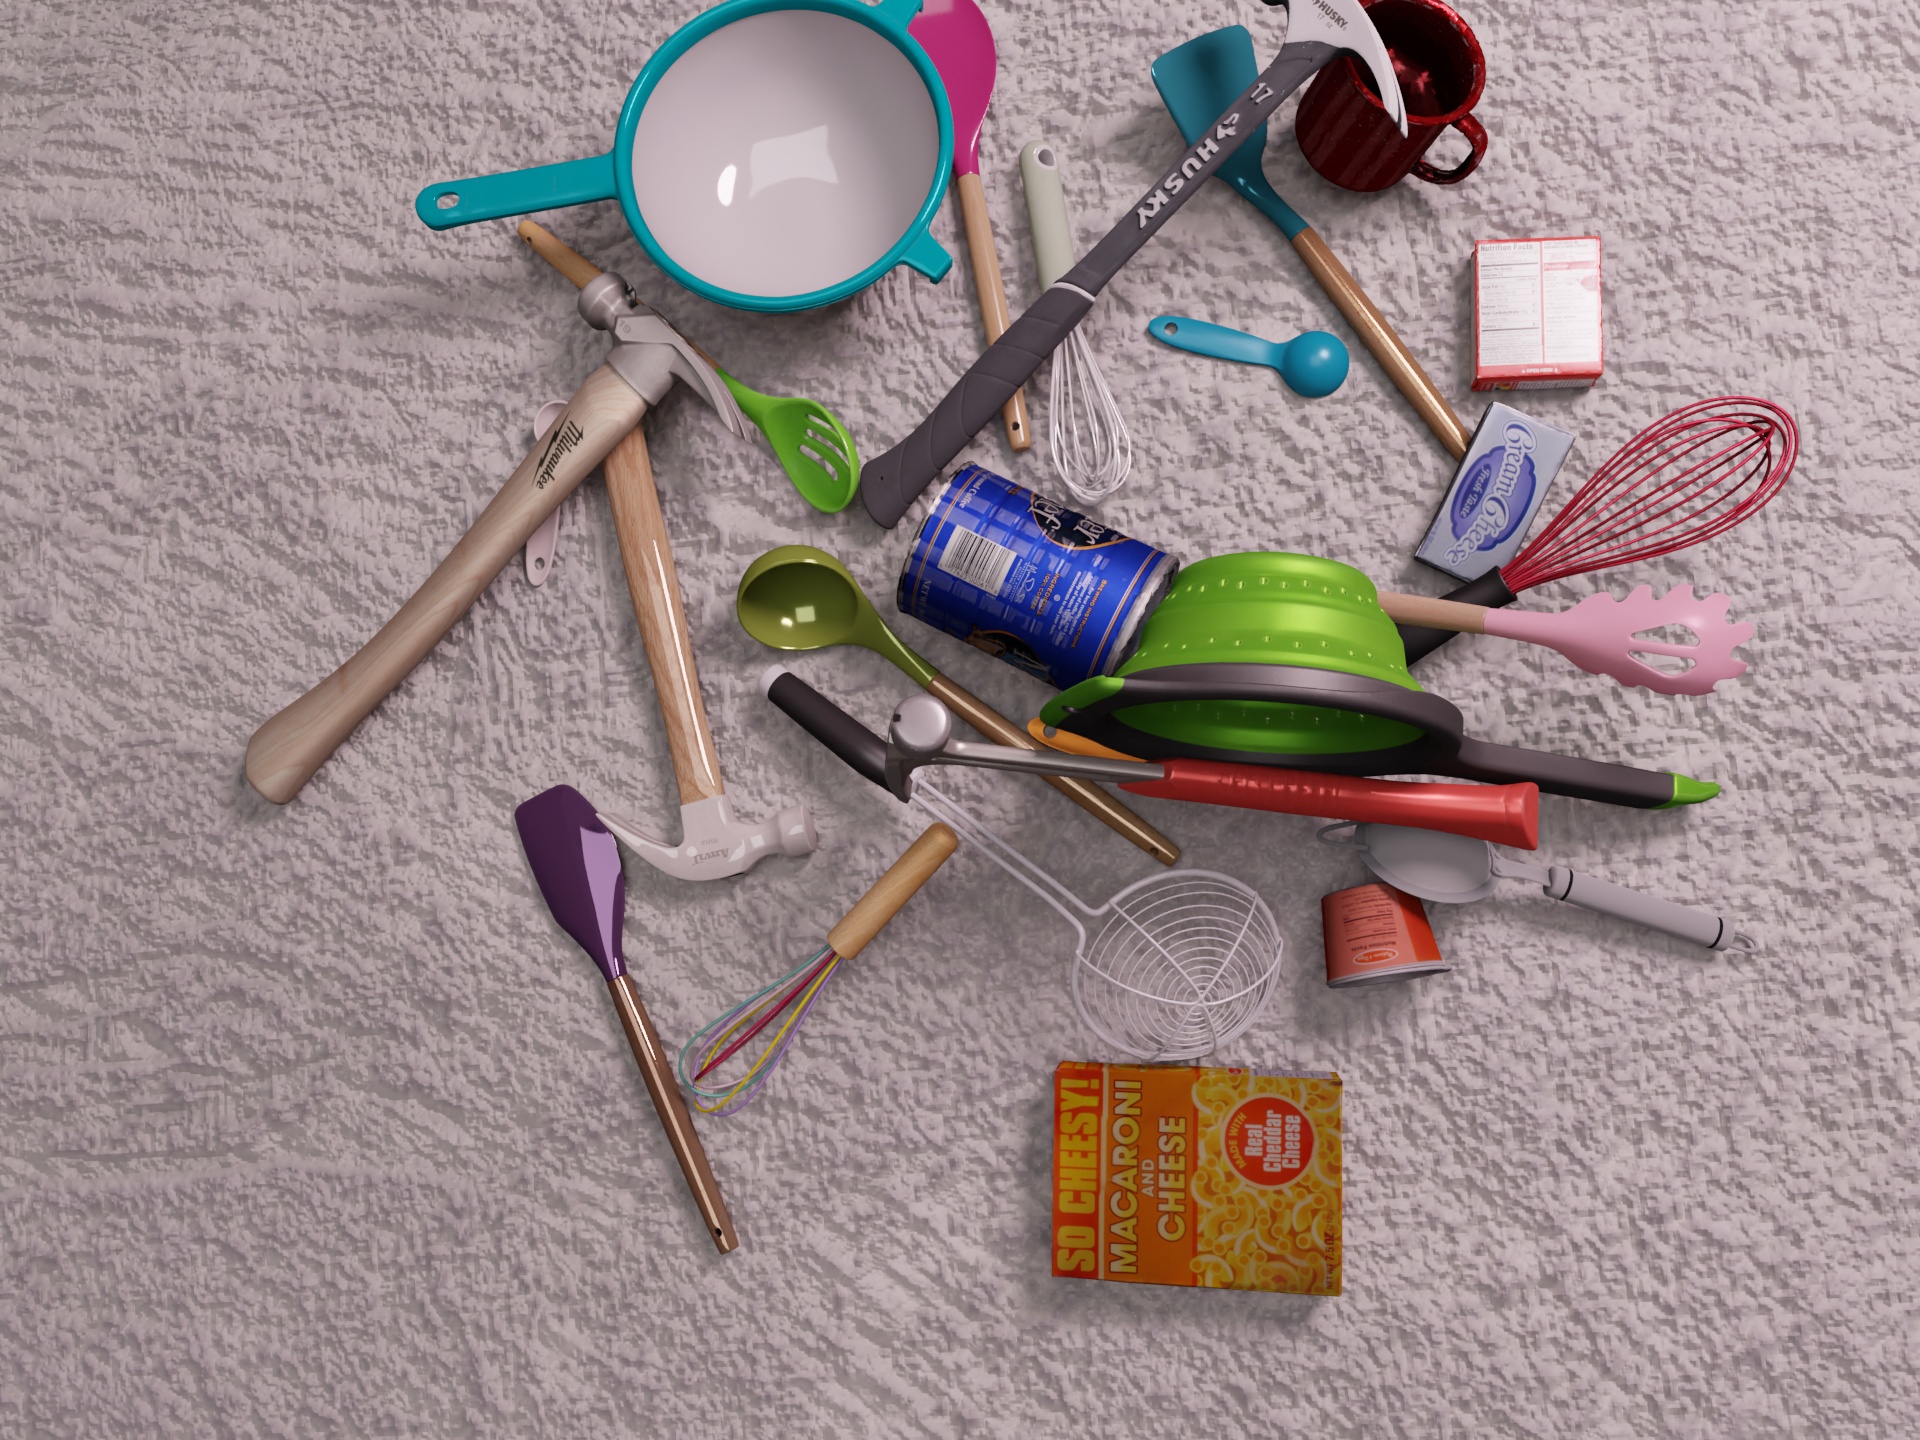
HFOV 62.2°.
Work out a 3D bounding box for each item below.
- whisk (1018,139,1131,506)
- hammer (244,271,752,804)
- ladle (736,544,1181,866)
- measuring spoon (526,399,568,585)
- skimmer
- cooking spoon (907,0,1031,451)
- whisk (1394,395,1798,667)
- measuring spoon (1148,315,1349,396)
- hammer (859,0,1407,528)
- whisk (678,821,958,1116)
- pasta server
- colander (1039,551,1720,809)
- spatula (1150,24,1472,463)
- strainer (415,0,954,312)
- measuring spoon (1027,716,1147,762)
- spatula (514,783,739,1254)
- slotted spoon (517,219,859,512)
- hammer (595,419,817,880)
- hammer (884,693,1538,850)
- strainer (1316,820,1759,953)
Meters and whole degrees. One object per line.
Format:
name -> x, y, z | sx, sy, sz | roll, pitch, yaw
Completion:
whisk -> 0.066, -0.253, 1.005 | 0.057, 0.059, 0.246 | -3, 78, -28
hammer -> -0.313, -0.092, 1.030 | 0.410, 0.038, 0.146 | -46, 75, 8
ladle -> -0.002, -0.003, 0.983 | 0.320, 0.062, 0.078 | 36, 131, 7
measuring spoon -> -0.272, -0.151, 1.063 | 0.034, 0.018, 0.124 | 10, 93, 13
skimmer -> 0.028, 0.073, 0.978 | 0.363, 0.090, 0.127 | 36, 105, 20
cooking spoon -> 0.010, -0.327, 1.032 | 0.069, 0.017, 0.319 | -12, 82, 7
whisk -> 0.330, -0.090, 0.910 | 0.296, 0.073, 0.073 | -32, 80, 24
measuring spoon -> 0.179, -0.235, 0.993 | 0.128, 0.021, 0.042 | 16, 87, 9
hammer -> 0.084, -0.265, 0.949 | 0.409, 0.036, 0.149 | -44, 62, 19
whisk -> -0.088, 0.149, 0.965 | 0.051, 0.047, 0.245 | 42, 105, -2
pasta server -> 0.274, -0.061, 0.904 | 0.316, 0.040, 0.060 | 11, 106, 30
colander -> 0.246, -0.020, 0.883 | 0.397, 0.204, 0.094 | 9, 77, -14
spatula -> 0.228, -0.285, 0.979 | 0.082, 0.044, 0.317 | -31, 81, -23
strainer -> -0.168, -0.336, 1.017 | 0.340, 0.095, 0.211 | -7, 81, 6
measuring spoon -> 0.097, 0.018, 0.988 | 0.117, 0.011, 0.021 | 16, 90, 14
spatula -> -0.207, 0.187, 1.013 | 0.060, 0.018, 0.316 | -26, 80, 8
slotted spoon -> -0.179, -0.241, 1.043 | 0.314, 0.070, 0.031 | 39, 47, 14
hammer -> -0.194, -0.058, 1.030 | 0.130, 0.031, 0.331 | -16, 82, 7
hammer -> 0.137, 0.036, 0.881 | 0.359, 0.149, 0.037 | 6, 76, 0
strainer -> 0.338, 0.089, 0.918 | 0.258, 0.087, 0.050 | 18, 128, 1
